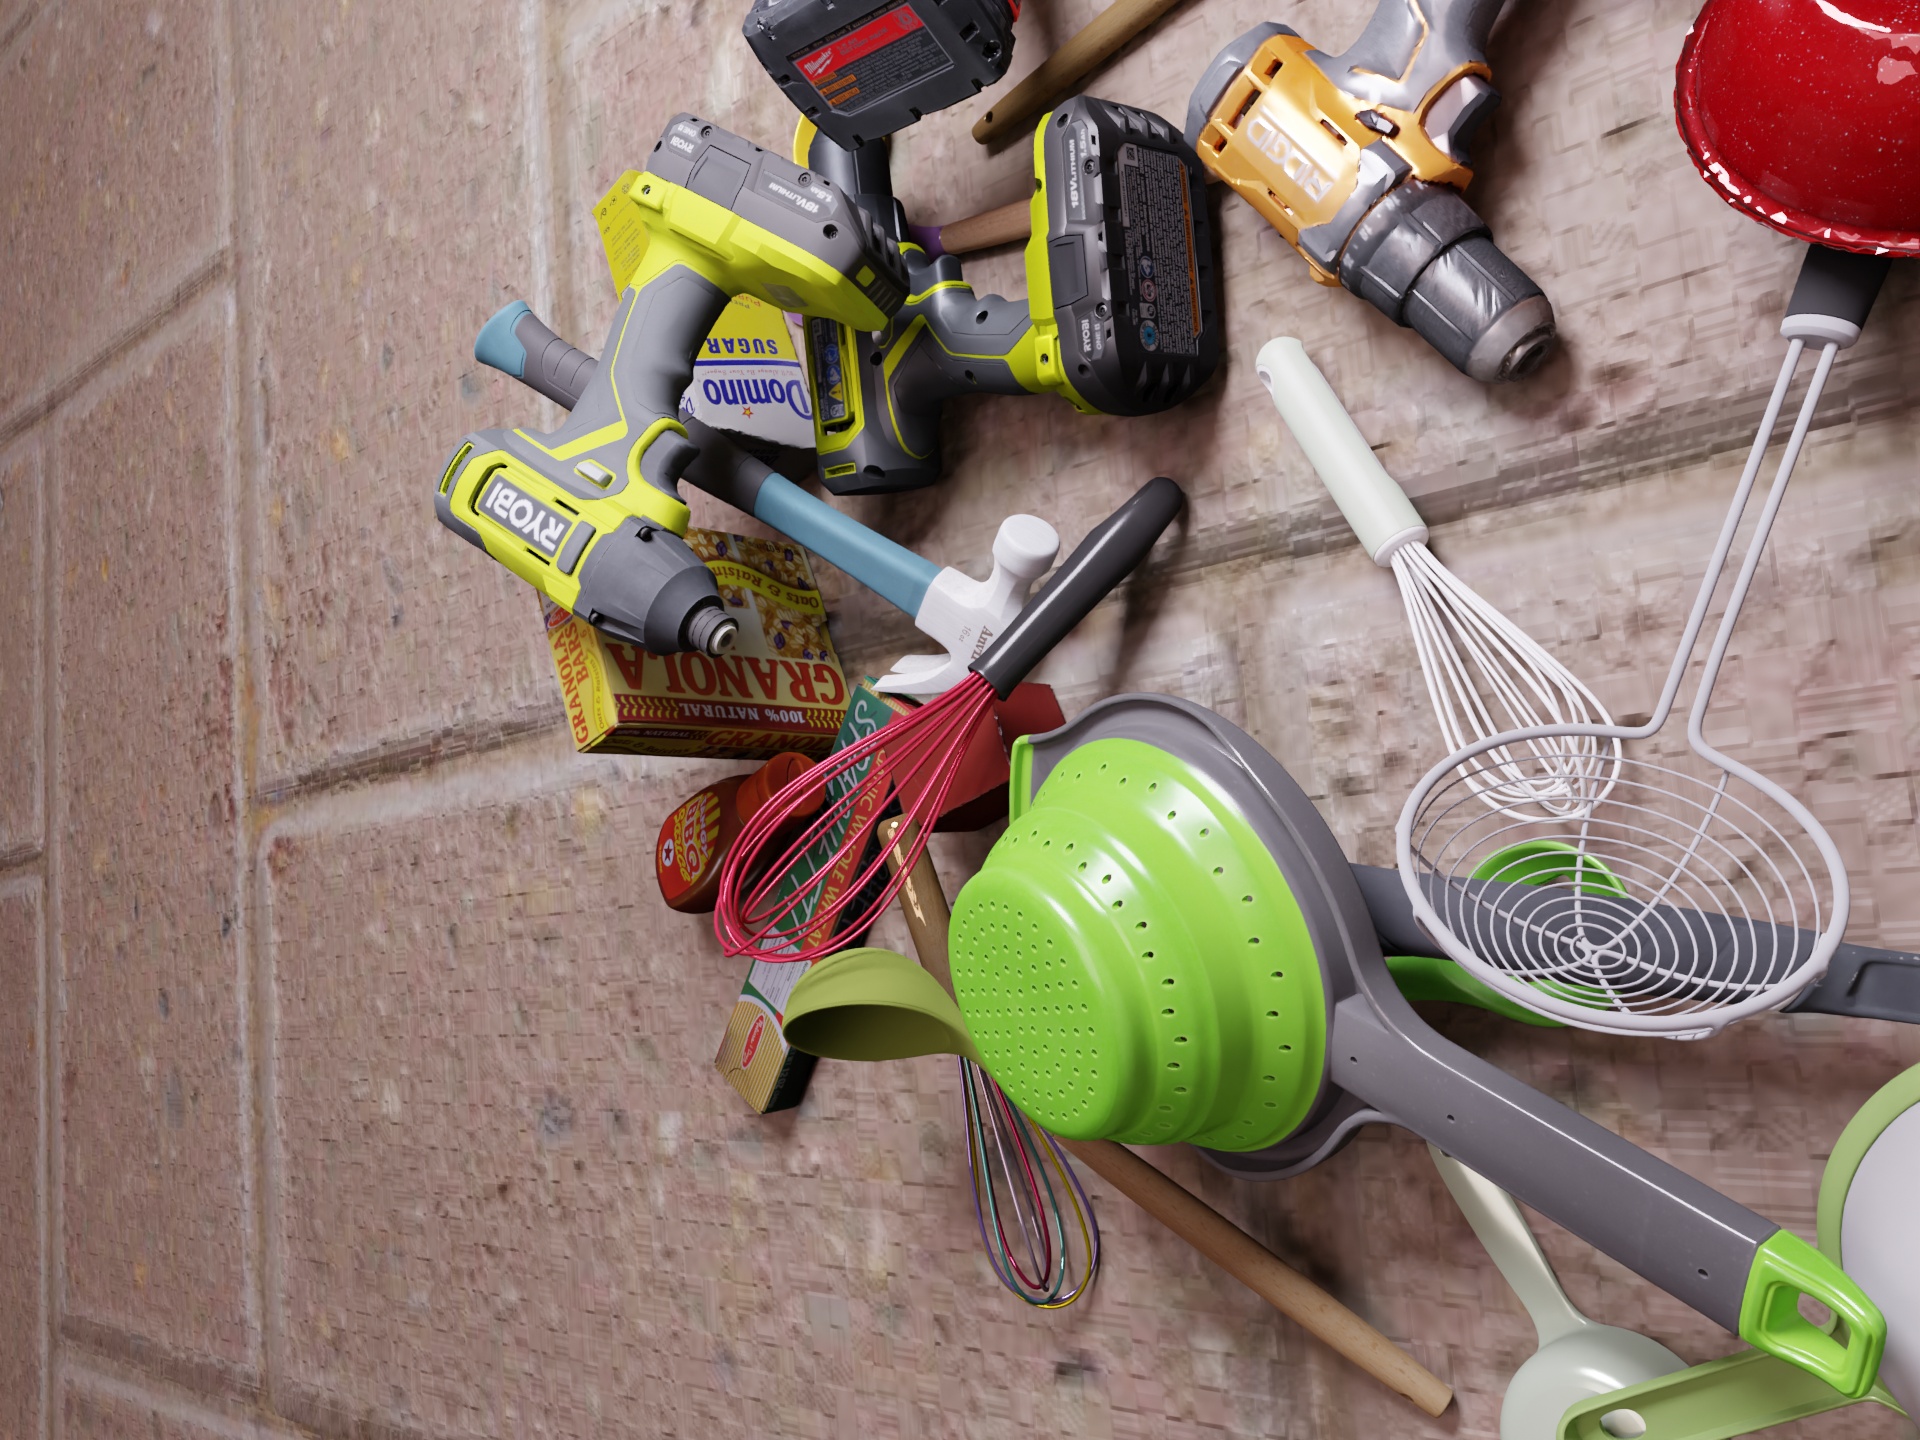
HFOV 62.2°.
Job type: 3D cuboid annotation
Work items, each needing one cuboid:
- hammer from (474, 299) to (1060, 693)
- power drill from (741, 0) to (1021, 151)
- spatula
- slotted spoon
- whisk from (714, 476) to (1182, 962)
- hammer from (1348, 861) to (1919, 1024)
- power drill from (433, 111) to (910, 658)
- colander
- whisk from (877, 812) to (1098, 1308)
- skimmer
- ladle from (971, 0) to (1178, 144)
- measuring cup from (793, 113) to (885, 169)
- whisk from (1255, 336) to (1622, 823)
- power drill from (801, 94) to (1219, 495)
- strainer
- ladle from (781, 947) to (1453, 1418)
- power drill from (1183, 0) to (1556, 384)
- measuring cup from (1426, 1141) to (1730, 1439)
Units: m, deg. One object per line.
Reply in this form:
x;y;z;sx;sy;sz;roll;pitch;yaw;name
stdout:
-0.110;-0.123;0.811;0.331;0.033;0.128;32;134;10;hammer
-0.019;-0.389;0.769;0.143;0.078;0.220;-8;54;38;power drill
0.013;-0.249;0.816;0.316;0.018;0.060;-1;100;43;spatula
0.141;0.121;0.675;0.314;0.031;0.070;-27;74;40;slotted spoon
-0.001;-0.002;0.715;0.296;0.073;0.073;-47;53;-8;whisk
0.287;0.078;0.502;0.409;0.036;0.149;4;102;38;hammer
-0.127;-0.148;0.736;0.171;0.080;0.223;32;93;24;power drill
0.109;0.124;0.569;0.397;0.094;0.204;28;128;48;colander
0.004;0.163;0.758;0.047;0.051;0.245;-23;85;49;whisk
0.247;-0.077;0.491;0.127;0.090;0.363;20;86;30;skimmer
0.117;-0.352;0.722;0.315;0.031;0.069;-25;69;41;ladle
-0.079;-0.361;0.908;0.062;0.029;0.157;-44;48;31;measuring cup
0.182;-0.064;0.640;0.059;0.057;0.247;-26;63;2;whisk
0.005;-0.216;0.768;0.228;0.080;0.190;-2;95;46;power drill
0.278;0.192;0.464;0.256;0.069;0.151;-39;74;36;strainer
0.058;0.198;0.677;0.320;0.078;0.062;33;66;19;ladle
0.208;-0.258;0.601;0.185;0.084;0.226;54;126;23;power drill
0.214;0.226;0.593;0.083;0.038;0.168;-43;63;32;measuring cup
